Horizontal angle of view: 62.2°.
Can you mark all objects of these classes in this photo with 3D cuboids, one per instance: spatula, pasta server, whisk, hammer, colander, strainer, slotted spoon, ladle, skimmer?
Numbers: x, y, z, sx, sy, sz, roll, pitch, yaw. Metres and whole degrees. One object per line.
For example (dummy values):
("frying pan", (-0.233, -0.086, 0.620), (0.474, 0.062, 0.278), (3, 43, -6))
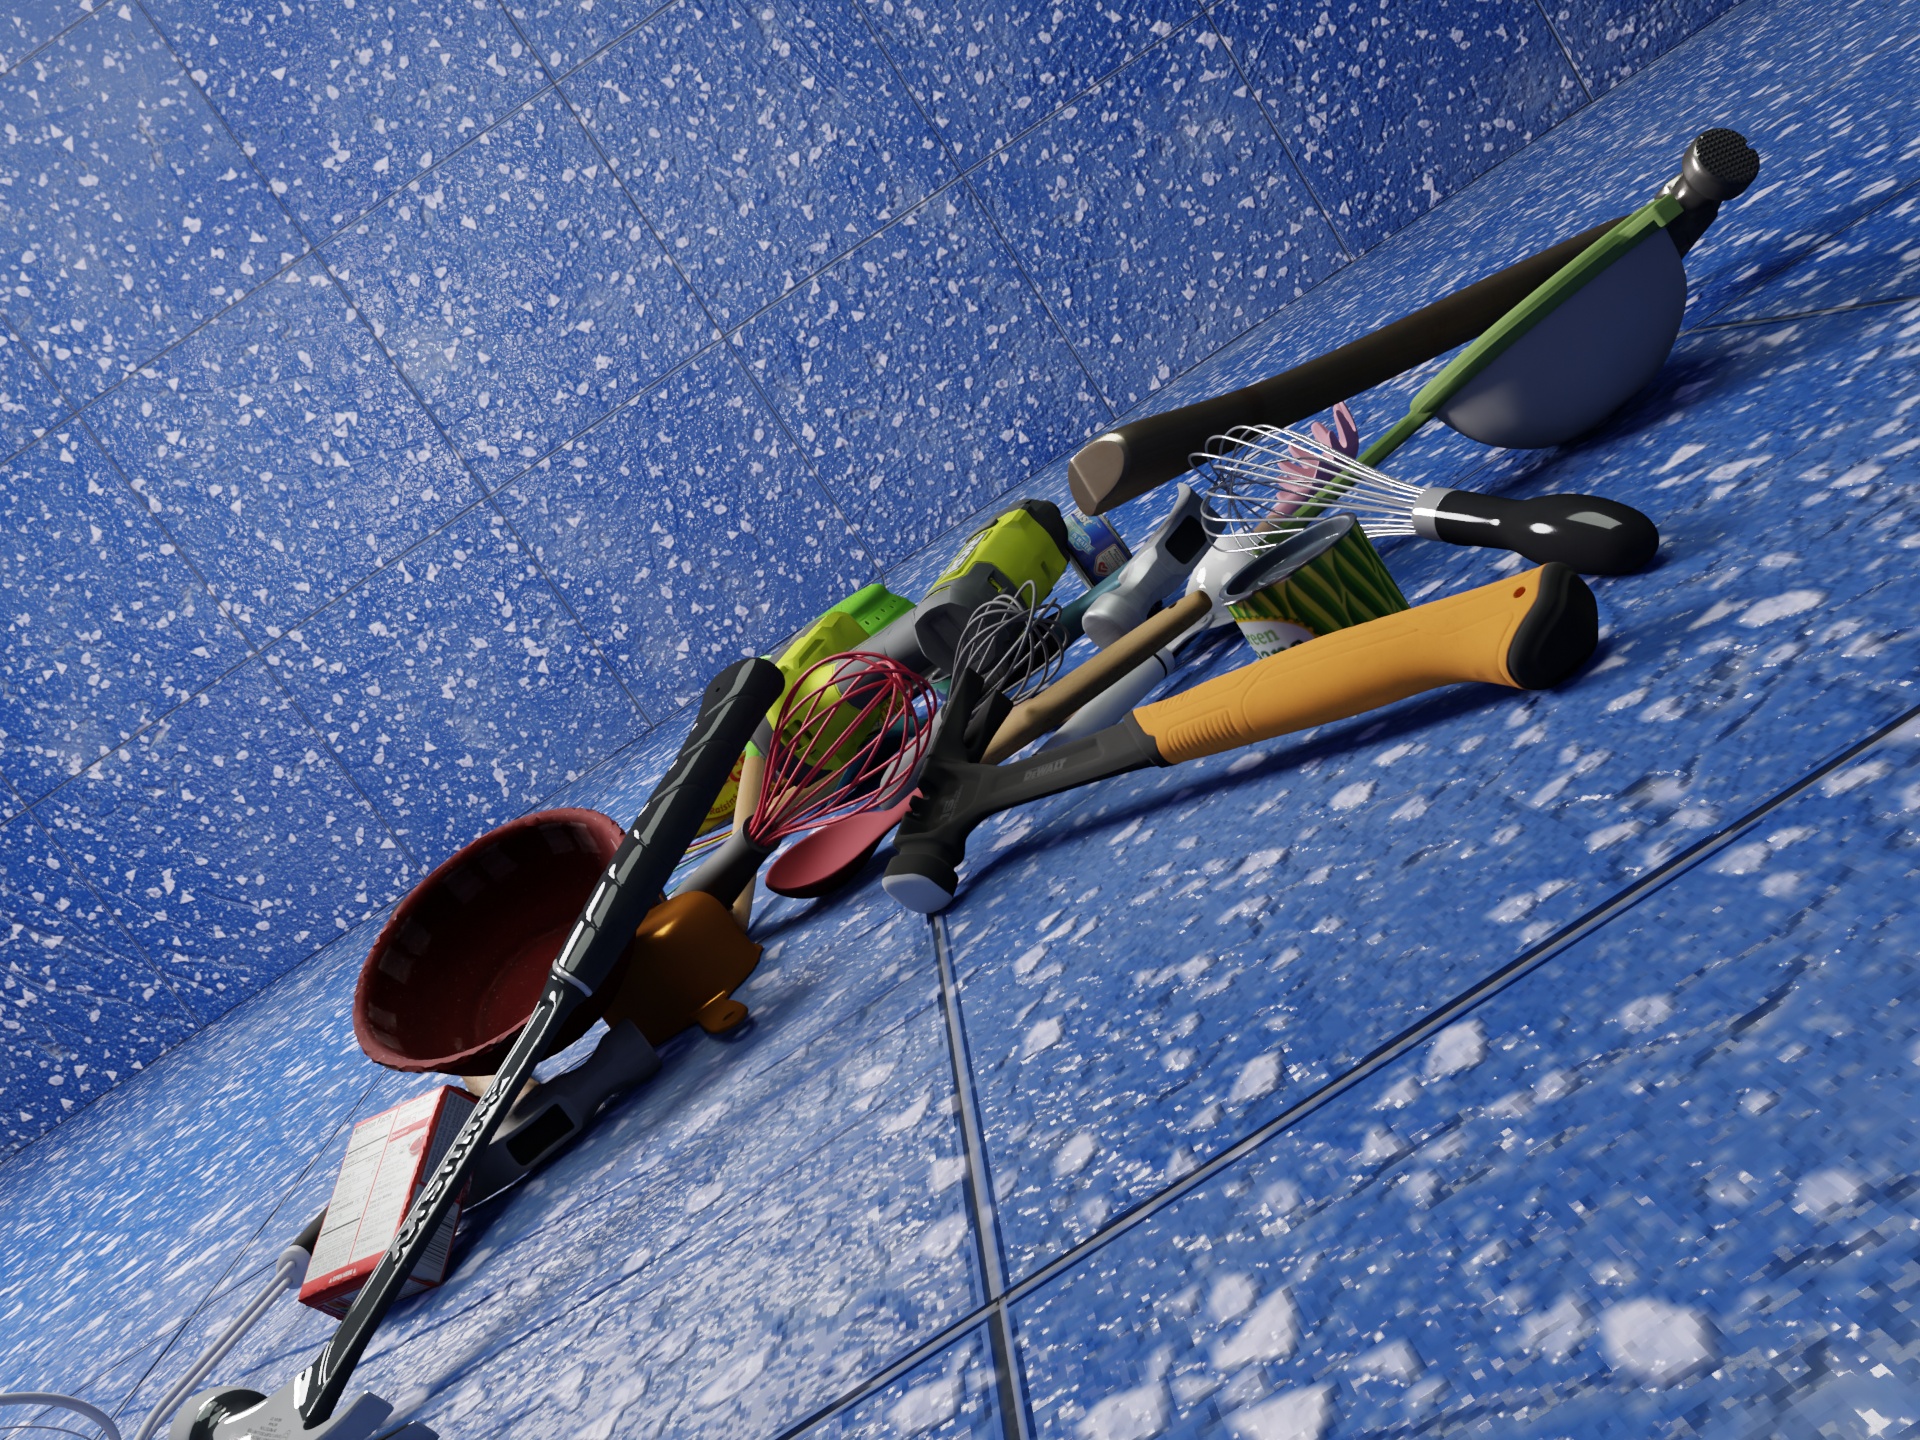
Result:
("spatula", (0.003, 0.011, 1.007), (0.082, 0.044, 0.317), (-39, 16, -29))
("pasta server", (0.181, -0.116, 0.997), (0.316, 0.040, 0.060), (-44, 2, -42))
("whisk", (-0.169, 0.088, 1.133), (0.245, 0.047, 0.051), (-32, 8, -9))
("whisk", (-0.096, 0.051, 0.840), (0.073, 0.073, 0.295), (-43, -2, -43))
("hammer", (0.059, -0.053, 0.957), (0.128, 0.033, 0.331), (-49, 6, -23))
("whisk", (0.191, -0.093, 0.698), (0.070, 0.070, 0.285), (-36, 25, -13))
("colander", (-0.059, -0.095, 1.503), (0.204, 0.094, 0.397), (-27, 12, 36))
("hammer", (0.241, -0.201, 0.875), (0.410, 0.038, 0.146), (-26, -15, -13))
("strainer", (0.110, -0.038, 0.851), (0.258, 0.050, 0.087), (-42, 20, -26))
("slotted spoon", (-0.140, 0.045, 1.061), (0.070, 0.031, 0.314), (-35, 26, 16))
("ladle", (0.008, 0.019, 0.830), (0.315, 0.031, 0.069), (-36, 15, 33))
("hammer", (0.098, -0.004, 0.651), (0.337, 0.034, 0.127), (-20, 40, 46))
("hammer", (-0.259, 0.204, 0.889), (0.130, 0.031, 0.331), (-37, 10, -21))
("strainer", (0.265, -0.147, 0.801), (0.256, 0.069, 0.151), (-41, -5, 18))
("hammer", (-0.172, 0.123, 0.673), (0.149, 0.036, 0.409), (-20, 34, 44))
("whisk", (-0.002, -0.004, 0.885), (0.055, 0.055, 0.239), (-41, -6, -35))
("skimmer", (-0.364, 0.272, 0.727), (0.127, 0.090, 0.363), (-64, -2, 18))

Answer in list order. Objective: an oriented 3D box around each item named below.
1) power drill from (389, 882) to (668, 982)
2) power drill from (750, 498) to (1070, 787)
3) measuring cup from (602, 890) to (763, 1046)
("power drill", (-0.266, 0.135, 0.971), (0.164, 0.084, 0.226), (-30, -8, -8))
("power drill", (-0.030, -0.056, 1.020), (0.223, 0.080, 0.171), (-30, 16, 36))
("measuring cup", (-0.144, 0.128, 0.816), (0.095, 0.052, 0.173), (-37, 8, -18))
